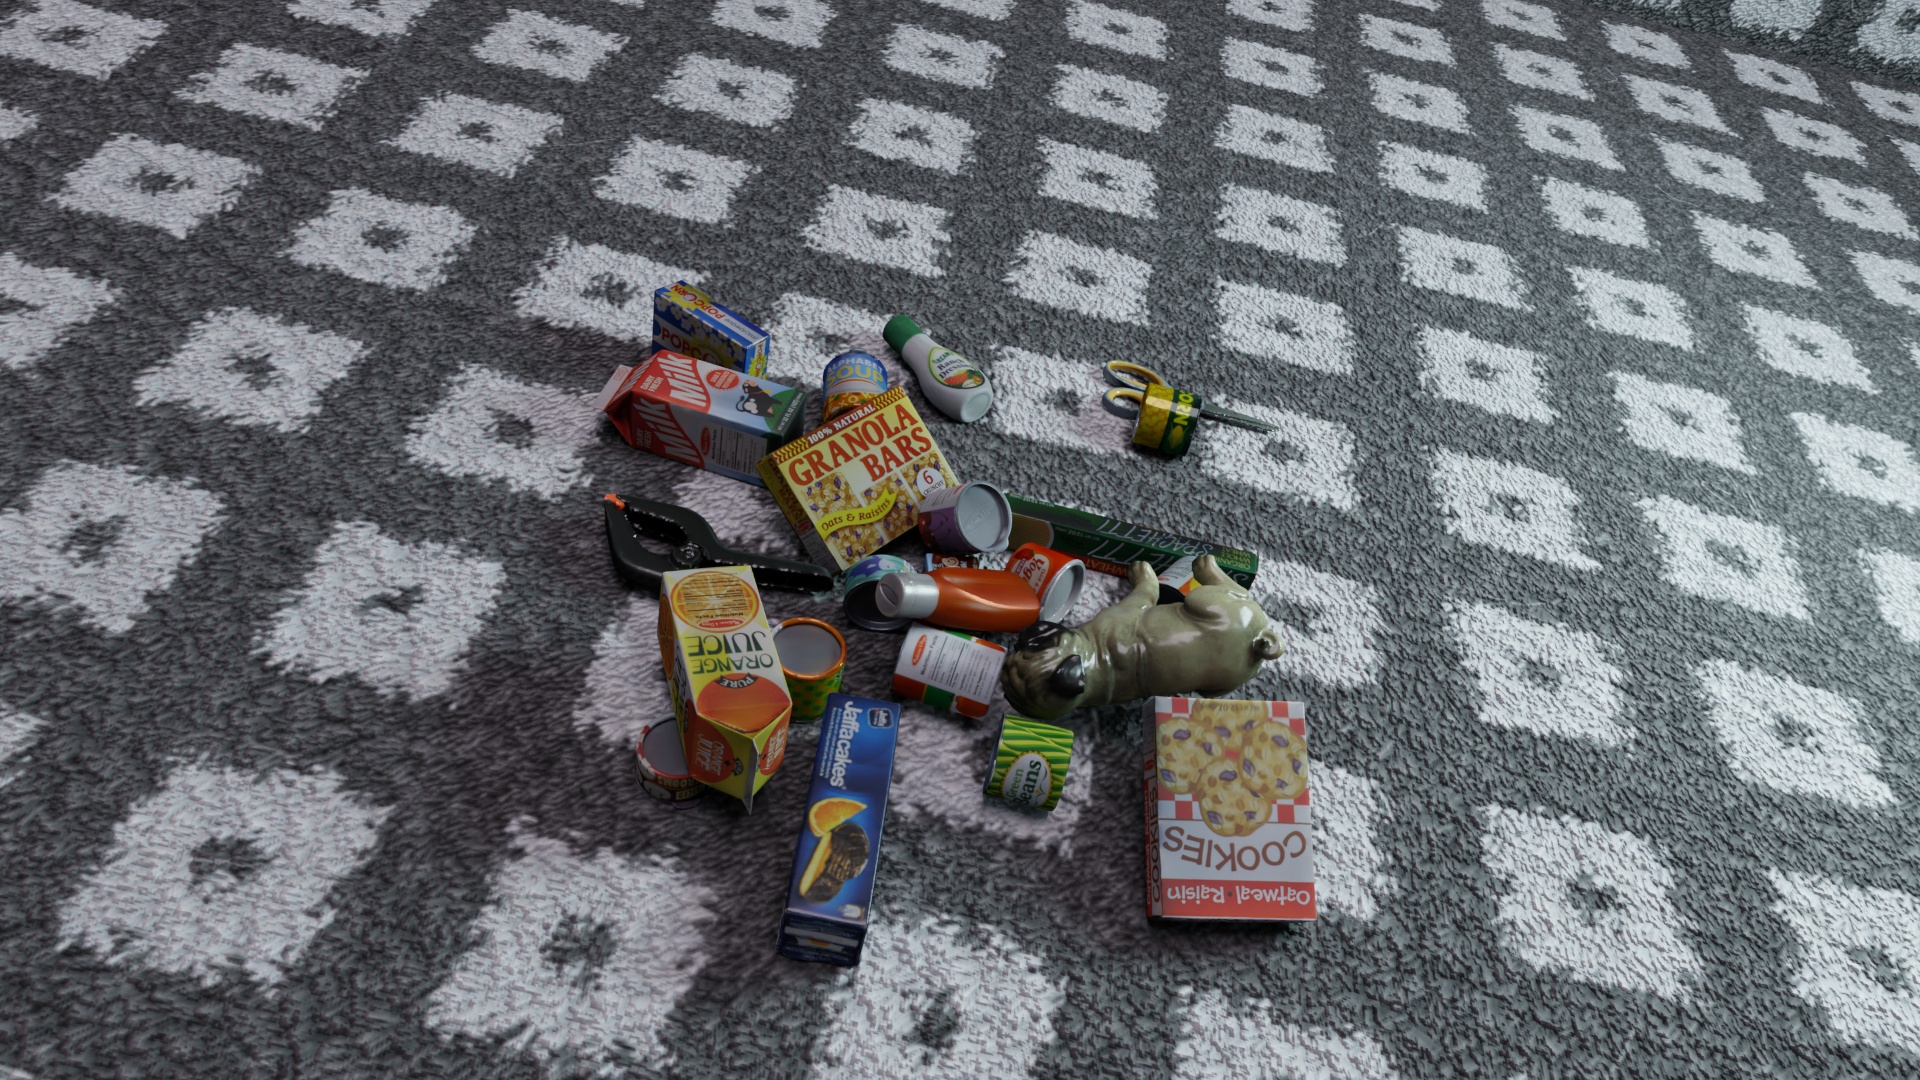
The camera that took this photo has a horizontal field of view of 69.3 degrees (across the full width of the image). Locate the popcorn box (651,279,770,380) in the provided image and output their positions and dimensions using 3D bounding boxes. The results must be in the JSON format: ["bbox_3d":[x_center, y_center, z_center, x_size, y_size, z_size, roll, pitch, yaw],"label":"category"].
[{"bbox_3d":[-0.251,-0.194,1.392,0.127,0.084,0.038,33,45,20],"label":"popcorn box"}]

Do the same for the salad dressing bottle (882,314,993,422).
[{"bbox_3d":[-0.027,-0.185,1.471,0.064,0.043,0.148,-24,54,-32],"label":"salad dressing bottle"}]

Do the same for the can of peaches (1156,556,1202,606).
[{"bbox_3d":[0.205,0.057,1.266,0.071,0.070,0.058,36,47,22],"label":"can of peaches"}]

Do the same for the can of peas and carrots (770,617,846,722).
[{"bbox_3d":[-0.126,0.105,1.133,0.071,0.058,0.071,7,44,-7],"label":"can of peas and carrots"}]

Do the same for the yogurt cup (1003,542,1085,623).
[{"bbox_3d":[0.073,0.037,1.253,0.054,0.072,0.073,29,45,27],"label":"yogurt cup"}]

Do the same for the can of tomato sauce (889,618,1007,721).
[{"bbox_3d":[-0.010,0.108,1.157,0.083,0.070,0.071,18,43,4],"label":"can of tomato sauce"}]

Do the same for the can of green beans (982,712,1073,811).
[{"bbox_3d":[0.054,0.176,1.101,0.058,0.070,0.071,15,43,1],"label":"can of green beans"}]

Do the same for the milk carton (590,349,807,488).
[{"bbox_3d":[-0.250,-0.121,1.326,0.191,0.073,0.073,16,43,3],"label":"milk carton"}]

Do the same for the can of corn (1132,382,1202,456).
[{"bbox_3d":[0.217,-0.129,1.456,0.058,0.070,0.071,15,43,2],"label":"can of corn"}]

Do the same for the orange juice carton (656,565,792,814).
[{"bbox_3d":[-0.178,0.111,1.056,0.073,0.071,0.193,-4,43,-22],"label":"orange juice carton"}]

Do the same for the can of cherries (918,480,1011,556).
[{"bbox_3d":[0.005,-0.016,1.276,0.071,0.058,0.071,9,76,-39],"label":"can of cherries"}]

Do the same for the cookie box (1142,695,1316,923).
[{"bbox_3d":[0.206,0.209,1.073,0.123,0.040,0.168,4,72,-9],"label":"cookie box"}]

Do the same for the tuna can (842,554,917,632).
[{"bbox_3d":[-0.066,0.045,1.204,0.071,0.070,0.033,7,43,-8],"label":"tuna can"}]

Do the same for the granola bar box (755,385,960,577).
[{"bbox_3d":[-0.090,-0.055,1.283,0.166,0.039,0.124,-33,93,-38],"label":"granola bar box"}]

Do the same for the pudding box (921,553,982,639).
[{"bbox_3d":[-0.007,0.051,1.241,0.050,0.030,0.084,4,44,-10],"label":"pudding box"}]

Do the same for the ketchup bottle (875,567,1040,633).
[{"bbox_3d":[-0.003,0.048,1.160,0.149,0.043,0.065,6,30,-43],"label":"ketchup bottle"}]

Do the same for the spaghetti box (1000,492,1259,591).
[{"bbox_3d":[0.156,0.008,1.313,0.250,0.049,0.029,14,45,0],"label":"spaghetti box"}]

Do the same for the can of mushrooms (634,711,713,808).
[{"bbox_3d":[-0.215,0.167,1.064,0.071,0.033,0.071,8,43,-7],"label":"can of mushrooms"}]

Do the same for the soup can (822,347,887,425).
[{"bbox_3d":[-0.104,-0.139,1.383,0.071,0.071,0.084,4,44,-10],"label":"soup can"}]
